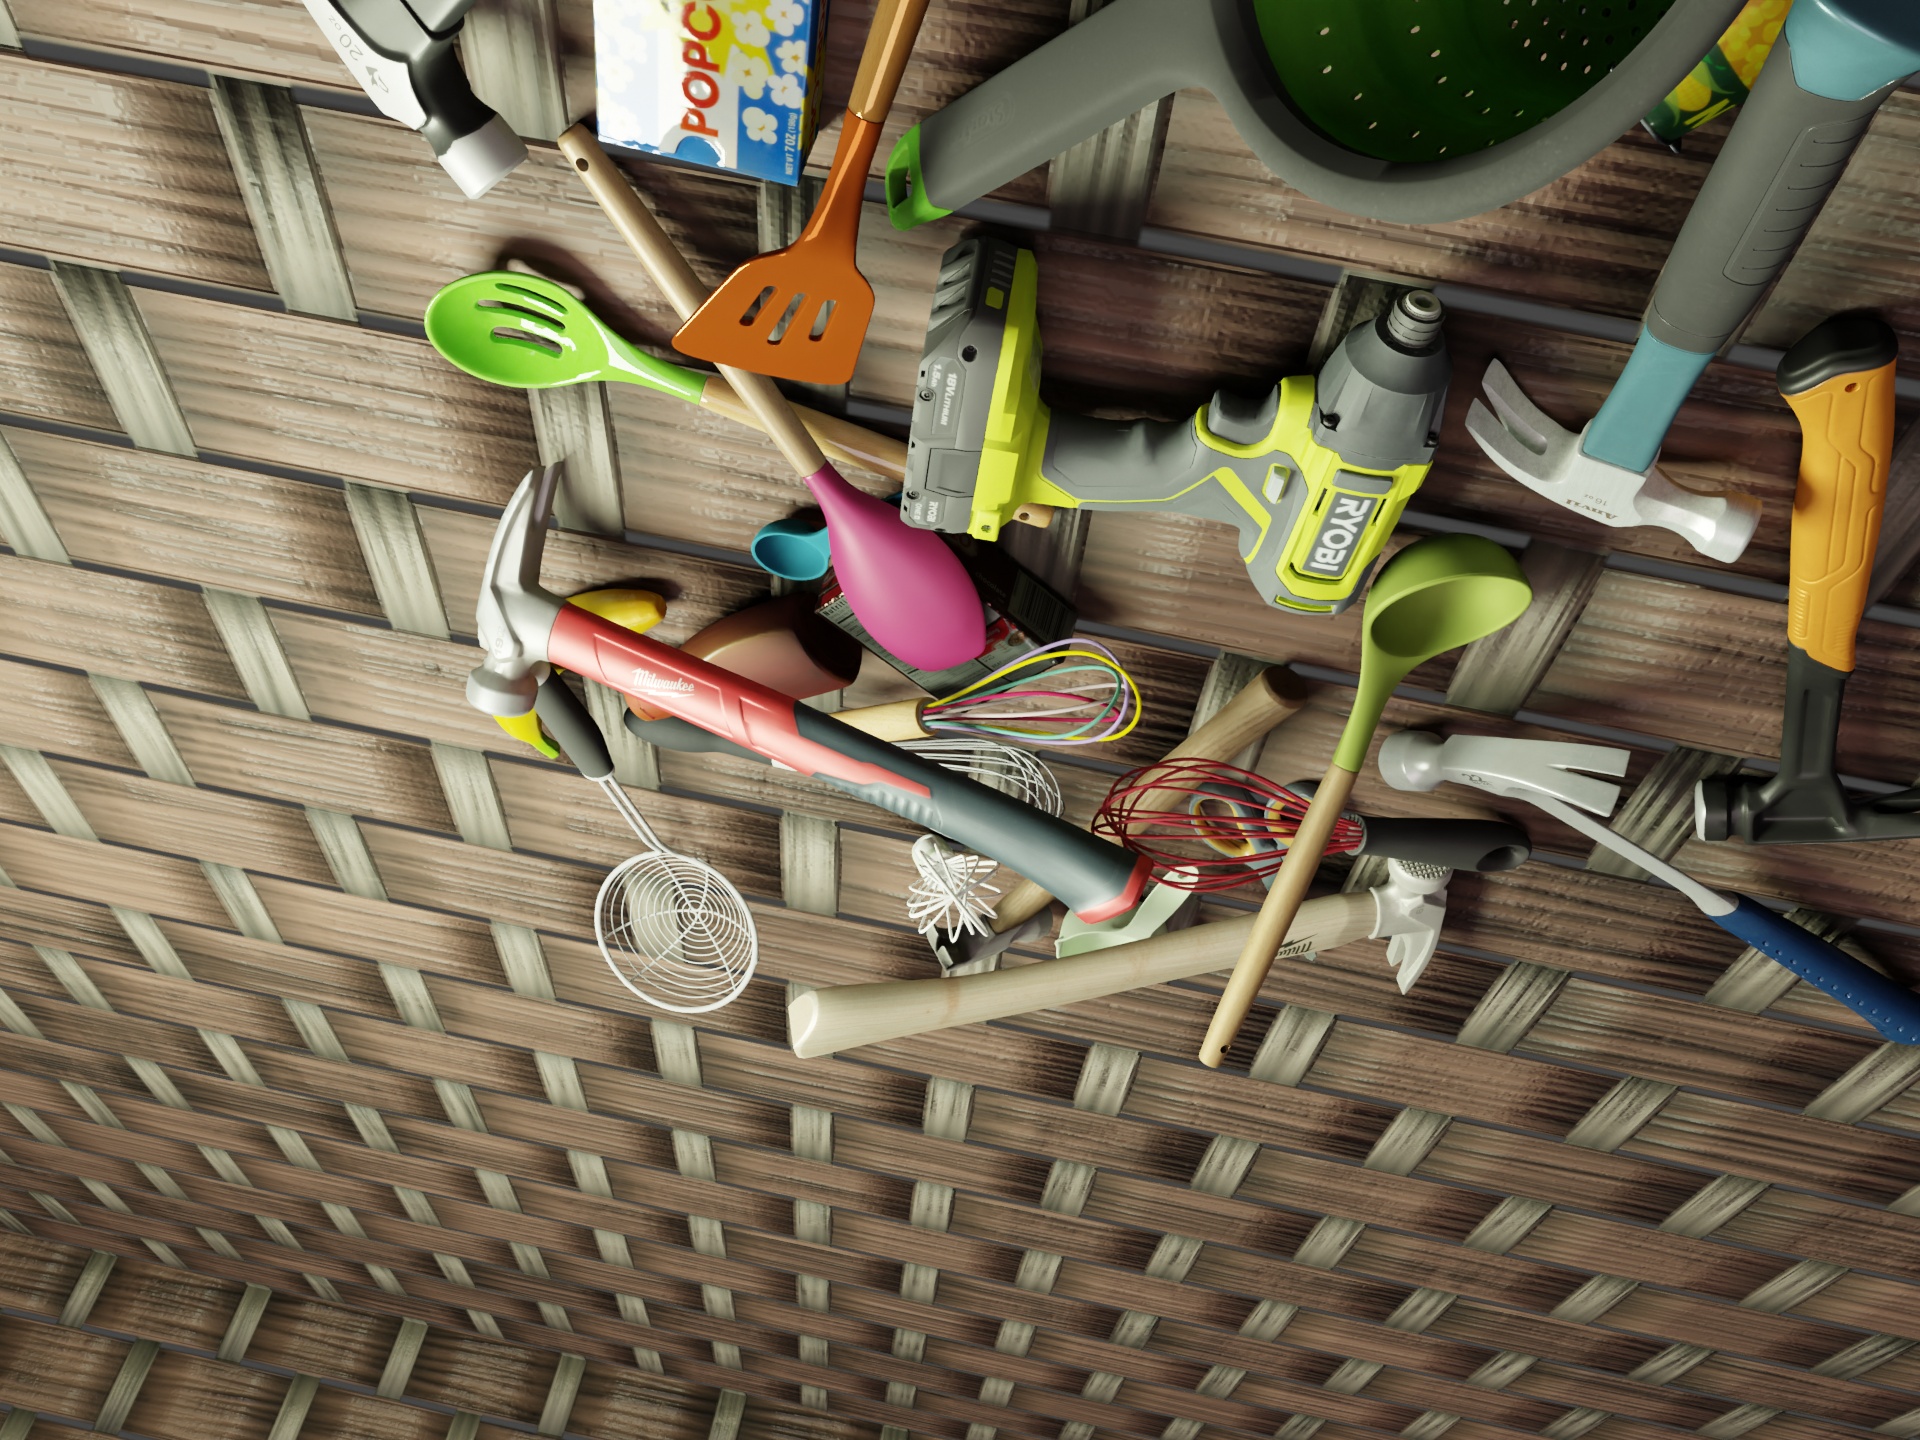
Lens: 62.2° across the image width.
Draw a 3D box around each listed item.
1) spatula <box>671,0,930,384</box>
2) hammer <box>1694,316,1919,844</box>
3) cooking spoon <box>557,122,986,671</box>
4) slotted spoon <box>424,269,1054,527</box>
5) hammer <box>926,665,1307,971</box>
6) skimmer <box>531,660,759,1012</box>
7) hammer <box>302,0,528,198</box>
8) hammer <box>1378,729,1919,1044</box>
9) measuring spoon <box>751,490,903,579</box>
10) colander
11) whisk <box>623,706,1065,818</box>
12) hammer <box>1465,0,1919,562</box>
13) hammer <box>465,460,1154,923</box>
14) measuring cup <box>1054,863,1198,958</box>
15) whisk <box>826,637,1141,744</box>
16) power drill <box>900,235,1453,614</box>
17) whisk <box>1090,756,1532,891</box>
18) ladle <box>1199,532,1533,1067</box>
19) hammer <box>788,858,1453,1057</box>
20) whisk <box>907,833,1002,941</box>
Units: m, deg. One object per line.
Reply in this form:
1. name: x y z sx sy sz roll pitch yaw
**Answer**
1. spatula: -0.029 -0.250 0.584 0.081 0.041 0.322 7 133 -23
2. hammer: 0.413 -0.048 0.743 0.127 0.034 0.336 -3 140 22
3. cooking spoon: -0.084 -0.139 0.753 0.069 0.017 0.318 -20 123 28
4. slotted spoon: -0.101 -0.151 0.776 0.313 0.031 0.070 18 141 -10
5. hammer: 0.087 0.069 0.963 0.130 0.031 0.331 -16 158 -44
6. skimmer: -0.225 0.086 1.045 0.127 0.090 0.362 5 150 13
7. hammer: -0.126 -0.297 0.518 0.335 0.035 0.146 -12 125 45
8. hammer: 0.428 0.101 0.902 0.405 0.035 0.144 27 169 -24
9. measuring spoon: -0.056 -0.104 0.821 0.128 0.021 0.042 -17 141 38
10. colander: 0.122 -0.239 0.533 0.094 0.204 0.397 -3 176 -39
11. whisk: -0.074 0.025 0.981 0.284 0.070 0.070 12 144 10
12. hammer: 0.261 -0.145 0.559 0.128 0.033 0.330 23 169 14
13. hammer: -0.077 -0.004 0.831 0.386 0.038 0.143 23 112 9
14. measuring cup: 0.120 0.125 1.061 0.083 0.038 0.167 20 141 -8
15. whisk: -0.001 -0.001 0.859 0.245 0.051 0.047 -8 146 45
16. power drill: 0.093 -0.133 0.701 0.223 0.080 0.171 10 144 -1
17. whisk: 0.203 0.062 0.885 0.295 0.073 0.073 6 148 -24
18. ladle: 0.192 0.052 0.807 0.078 0.062 0.320 8 114 -29
19. hammer: 0.099 0.160 0.995 0.410 0.038 0.146 -11 141 -2
20. whisk: -0.011 0.091 0.953 0.059 0.058 0.246 51 177 -4
